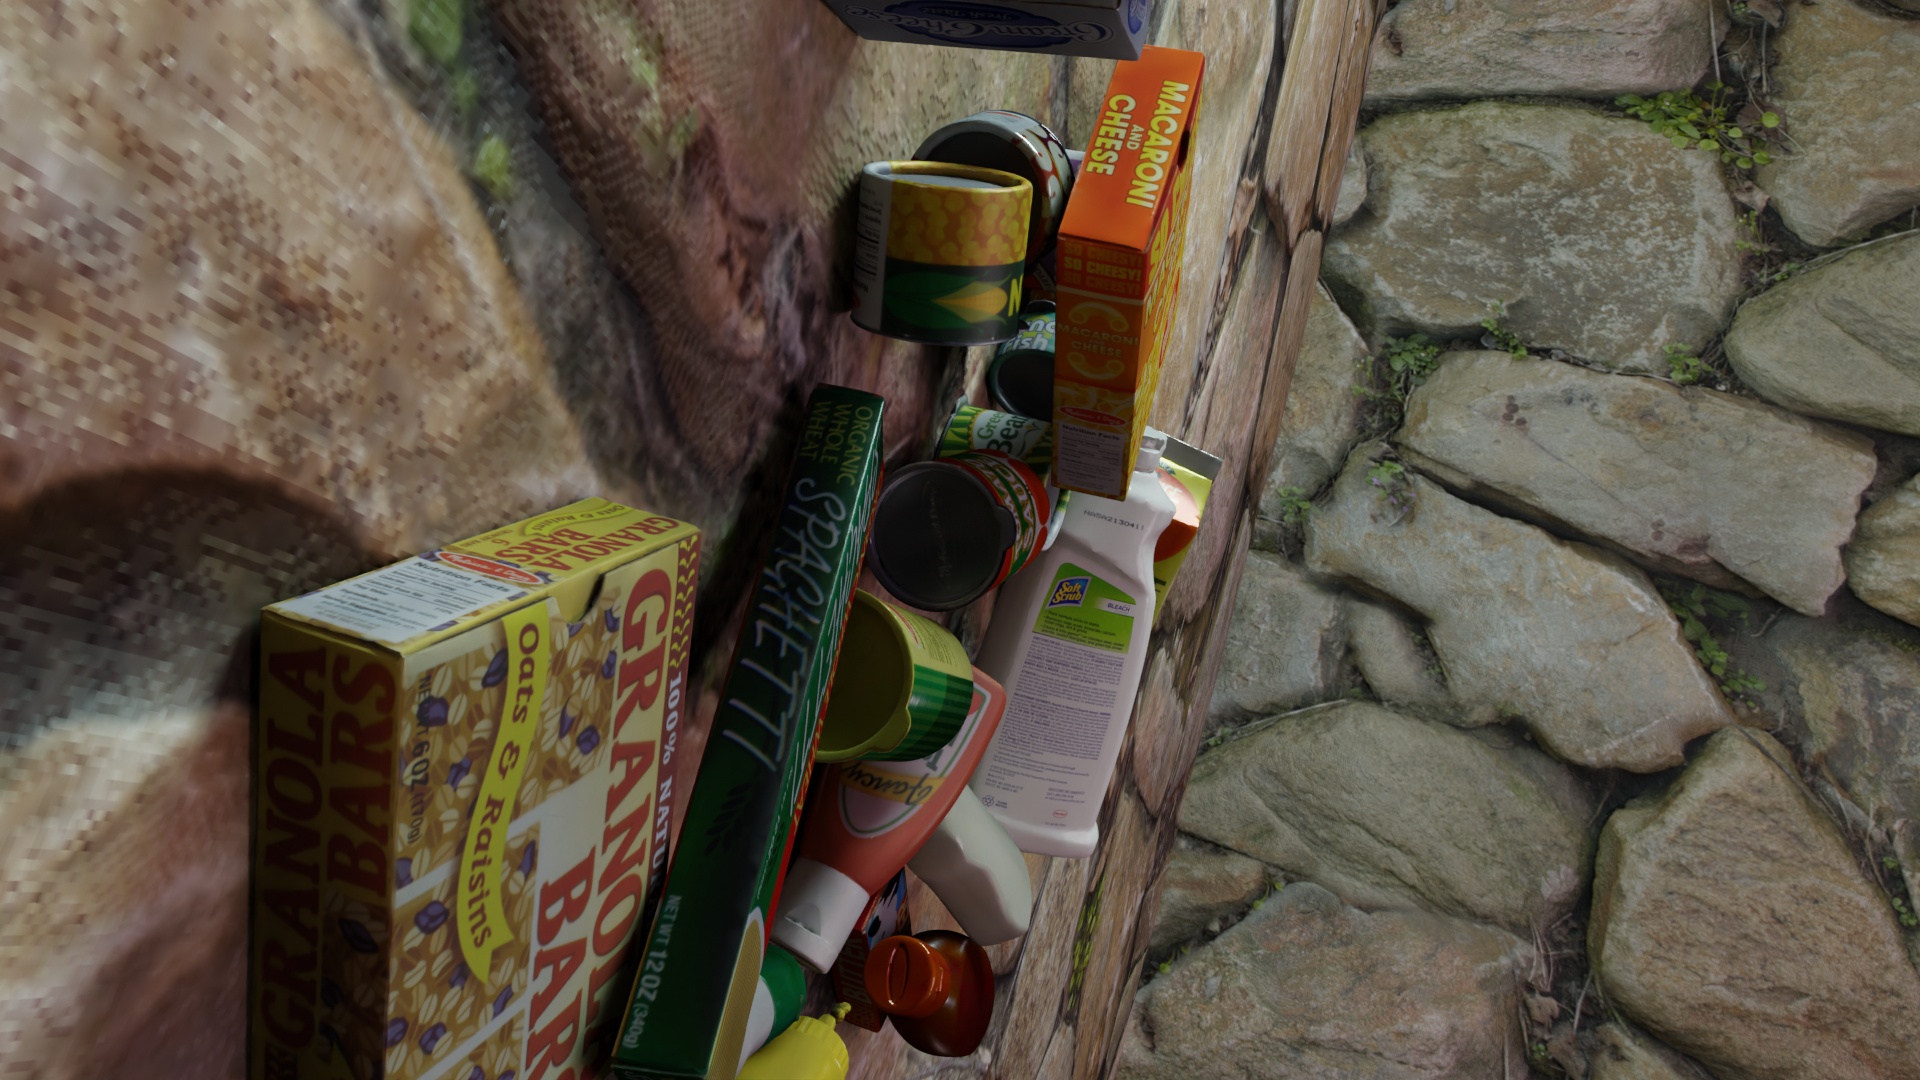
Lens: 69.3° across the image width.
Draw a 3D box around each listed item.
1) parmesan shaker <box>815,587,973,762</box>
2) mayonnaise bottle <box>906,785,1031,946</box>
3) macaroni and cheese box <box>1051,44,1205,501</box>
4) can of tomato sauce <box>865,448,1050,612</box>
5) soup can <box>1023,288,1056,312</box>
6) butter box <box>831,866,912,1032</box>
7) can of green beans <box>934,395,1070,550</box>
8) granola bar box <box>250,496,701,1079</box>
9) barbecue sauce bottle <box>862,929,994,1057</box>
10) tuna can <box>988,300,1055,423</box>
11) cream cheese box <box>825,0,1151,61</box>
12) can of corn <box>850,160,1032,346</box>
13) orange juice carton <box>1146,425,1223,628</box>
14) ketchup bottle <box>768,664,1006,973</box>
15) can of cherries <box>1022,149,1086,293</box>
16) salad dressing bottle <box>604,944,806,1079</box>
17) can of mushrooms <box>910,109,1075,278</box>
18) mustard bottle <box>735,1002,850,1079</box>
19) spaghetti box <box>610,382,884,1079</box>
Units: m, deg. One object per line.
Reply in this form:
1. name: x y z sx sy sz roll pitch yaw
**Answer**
1. parmesan shaker: -0.036 0.059 0.563 0.103 0.071 0.071 35 69 -73
2. mayonnaise bottle: -0.007 0.152 0.716 0.065 0.041 0.147 -98 162 -44
3. macaroni and cheese box: 0.075 -0.116 0.628 0.165 0.040 0.124 86 19 -56
4. can of tomato sauce: 0.002 -0.008 0.640 0.083 0.071 0.071 -25 126 -71
5. soup can: 0.072 -0.153 0.772 0.071 0.071 0.083 -22 125 -71
6. butter box: -0.046 0.208 0.727 0.053 0.024 0.103 -62 158 -43
7. can of green beans: 0.023 -0.032 0.711 0.071 0.058 0.071 12 91 -74
8. granola bar box: -0.119 0.083 0.356 0.124 0.039 0.165 -33 135 -68
9. barbecue sauce bottle: -0.015 0.233 0.724 0.148 0.044 0.065 64 31 -65
10. tuna can: 0.049 -0.091 0.741 0.070 0.071 0.033 82 27 -52
11. cream cheese box: 0.009 -0.182 0.461 0.053 0.104 0.024 -4 104 -74
12. can of corn: -0.005 -0.111 0.532 0.071 0.071 0.058 -44 143 -62
13. orange juice carton: 0.095 0.022 0.882 0.073 0.072 0.192 -55 168 -79
14. ketchup bottle: -0.038 0.119 0.624 0.149 0.065 0.043 -60 171 -24
15. can of cherries: 0.031 -0.148 0.647 0.071 0.058 0.071 12 91 -75
16. salad dressing bottle: -0.097 0.178 0.500 0.147 0.044 0.064 21 82 -75
17. can of mushrooms: 0.012 -0.139 0.572 0.033 0.071 0.070 -45 145 -60
18. mustard bottle: -0.085 0.249 0.587 0.161 0.049 0.065 -46 145 -62
19. spaghetti box: -0.062 0.055 0.458 0.050 0.029 0.251 95 6 -54
